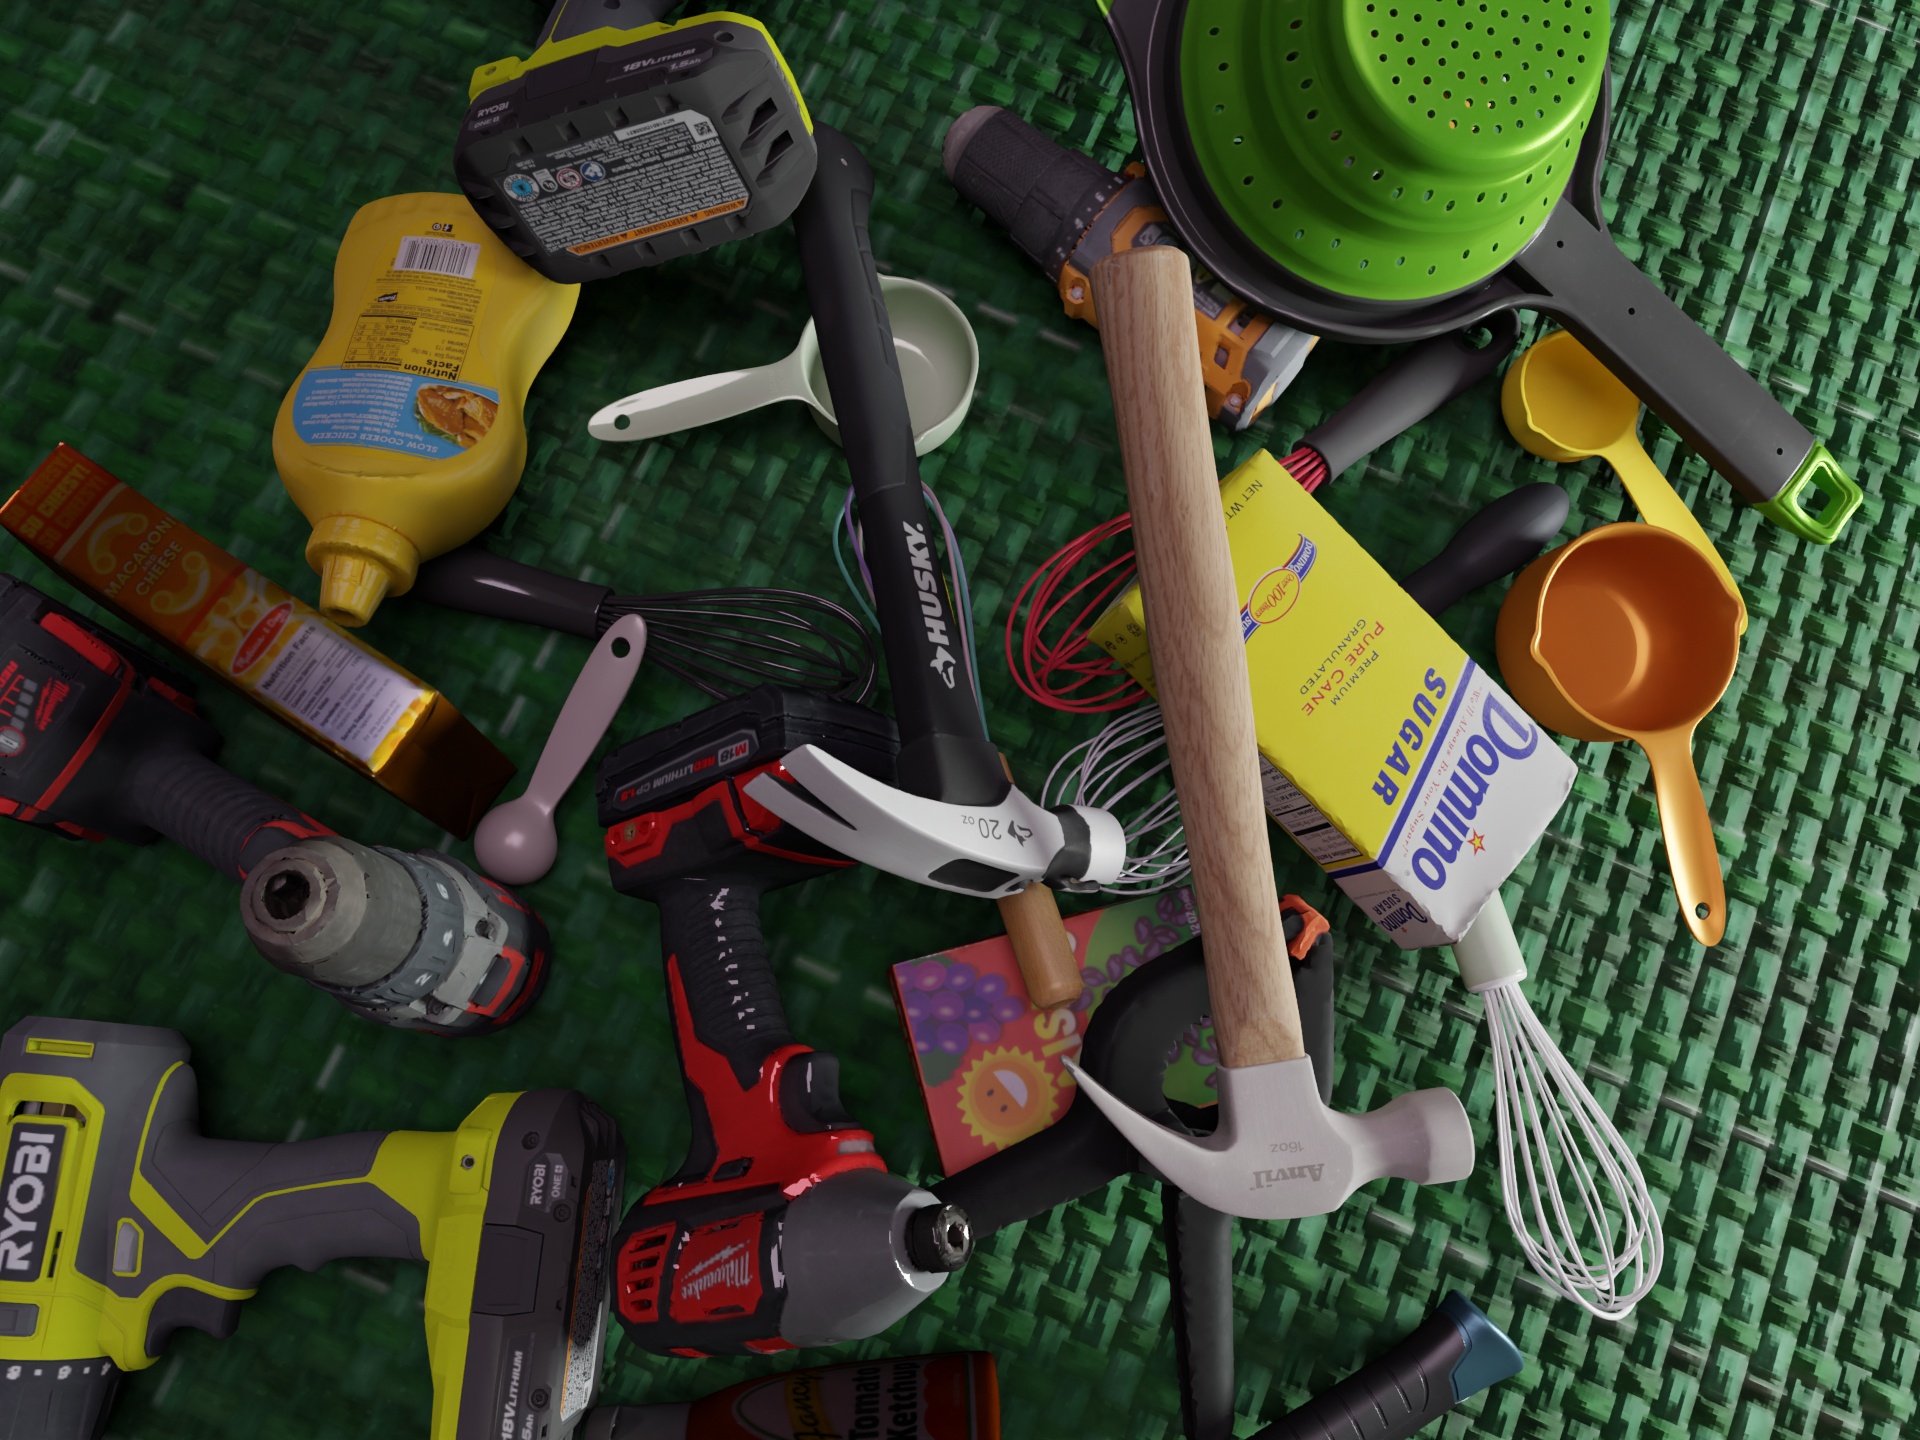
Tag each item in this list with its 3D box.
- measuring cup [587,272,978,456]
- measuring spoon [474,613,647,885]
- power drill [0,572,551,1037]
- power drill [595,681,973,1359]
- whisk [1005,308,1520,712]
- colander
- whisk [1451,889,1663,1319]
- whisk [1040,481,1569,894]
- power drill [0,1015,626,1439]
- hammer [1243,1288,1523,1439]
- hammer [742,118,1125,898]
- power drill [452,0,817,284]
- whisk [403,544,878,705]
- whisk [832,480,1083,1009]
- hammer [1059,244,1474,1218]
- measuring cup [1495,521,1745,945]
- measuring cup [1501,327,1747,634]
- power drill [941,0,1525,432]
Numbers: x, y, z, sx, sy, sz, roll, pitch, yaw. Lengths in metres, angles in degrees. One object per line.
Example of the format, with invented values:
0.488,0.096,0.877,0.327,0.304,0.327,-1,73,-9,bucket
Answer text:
-0.075,-0.138,0.685,0.167,0.038,0.083,-14,77,-4,measuring cup
-0.159,0.012,0.631,0.034,0.018,0.124,31,98,7,measuring spoon
-0.261,0.037,0.559,0.227,0.187,0.080,28,78,8,power drill
-0.063,0.107,0.565,0.143,0.078,0.220,-20,66,35,power drill
0.136,-0.098,0.676,0.296,0.073,0.073,-37,81,-17,whisk
0.239,-0.205,0.624,0.397,0.094,0.204,38,85,-11,colander
0.218,0.112,0.635,0.059,0.058,0.246,-2,70,-39,whisk
0.150,-0.021,0.655,0.284,0.070,0.070,-35,80,-15,whisk
-0.248,0.211,0.572,0.228,0.080,0.191,4,76,1,power drill
0.062,0.297,0.561,0.331,0.033,0.128,-25,118,-16,hammer
-0.033,-0.096,0.602,0.146,0.035,0.335,10,57,-42,hammer
-0.121,-0.298,0.657,0.171,0.080,0.223,-11,58,15,power drill
-0.148,-0.047,0.654,0.239,0.055,0.055,14,76,5,whisk
-0.003,-0.002,0.632,0.051,0.047,0.245,-18,67,-2,whisk
0.083,0.002,0.544,0.130,0.031,0.331,-8,86,-6,hammer
0.277,0.007,0.659,0.095,0.052,0.173,-12,88,-9,measuring cup
0.294,-0.101,0.702,0.062,0.029,0.156,-35,92,-12,measuring cup
0.120,-0.264,0.704,0.185,0.084,0.226,38,83,7,power drill
